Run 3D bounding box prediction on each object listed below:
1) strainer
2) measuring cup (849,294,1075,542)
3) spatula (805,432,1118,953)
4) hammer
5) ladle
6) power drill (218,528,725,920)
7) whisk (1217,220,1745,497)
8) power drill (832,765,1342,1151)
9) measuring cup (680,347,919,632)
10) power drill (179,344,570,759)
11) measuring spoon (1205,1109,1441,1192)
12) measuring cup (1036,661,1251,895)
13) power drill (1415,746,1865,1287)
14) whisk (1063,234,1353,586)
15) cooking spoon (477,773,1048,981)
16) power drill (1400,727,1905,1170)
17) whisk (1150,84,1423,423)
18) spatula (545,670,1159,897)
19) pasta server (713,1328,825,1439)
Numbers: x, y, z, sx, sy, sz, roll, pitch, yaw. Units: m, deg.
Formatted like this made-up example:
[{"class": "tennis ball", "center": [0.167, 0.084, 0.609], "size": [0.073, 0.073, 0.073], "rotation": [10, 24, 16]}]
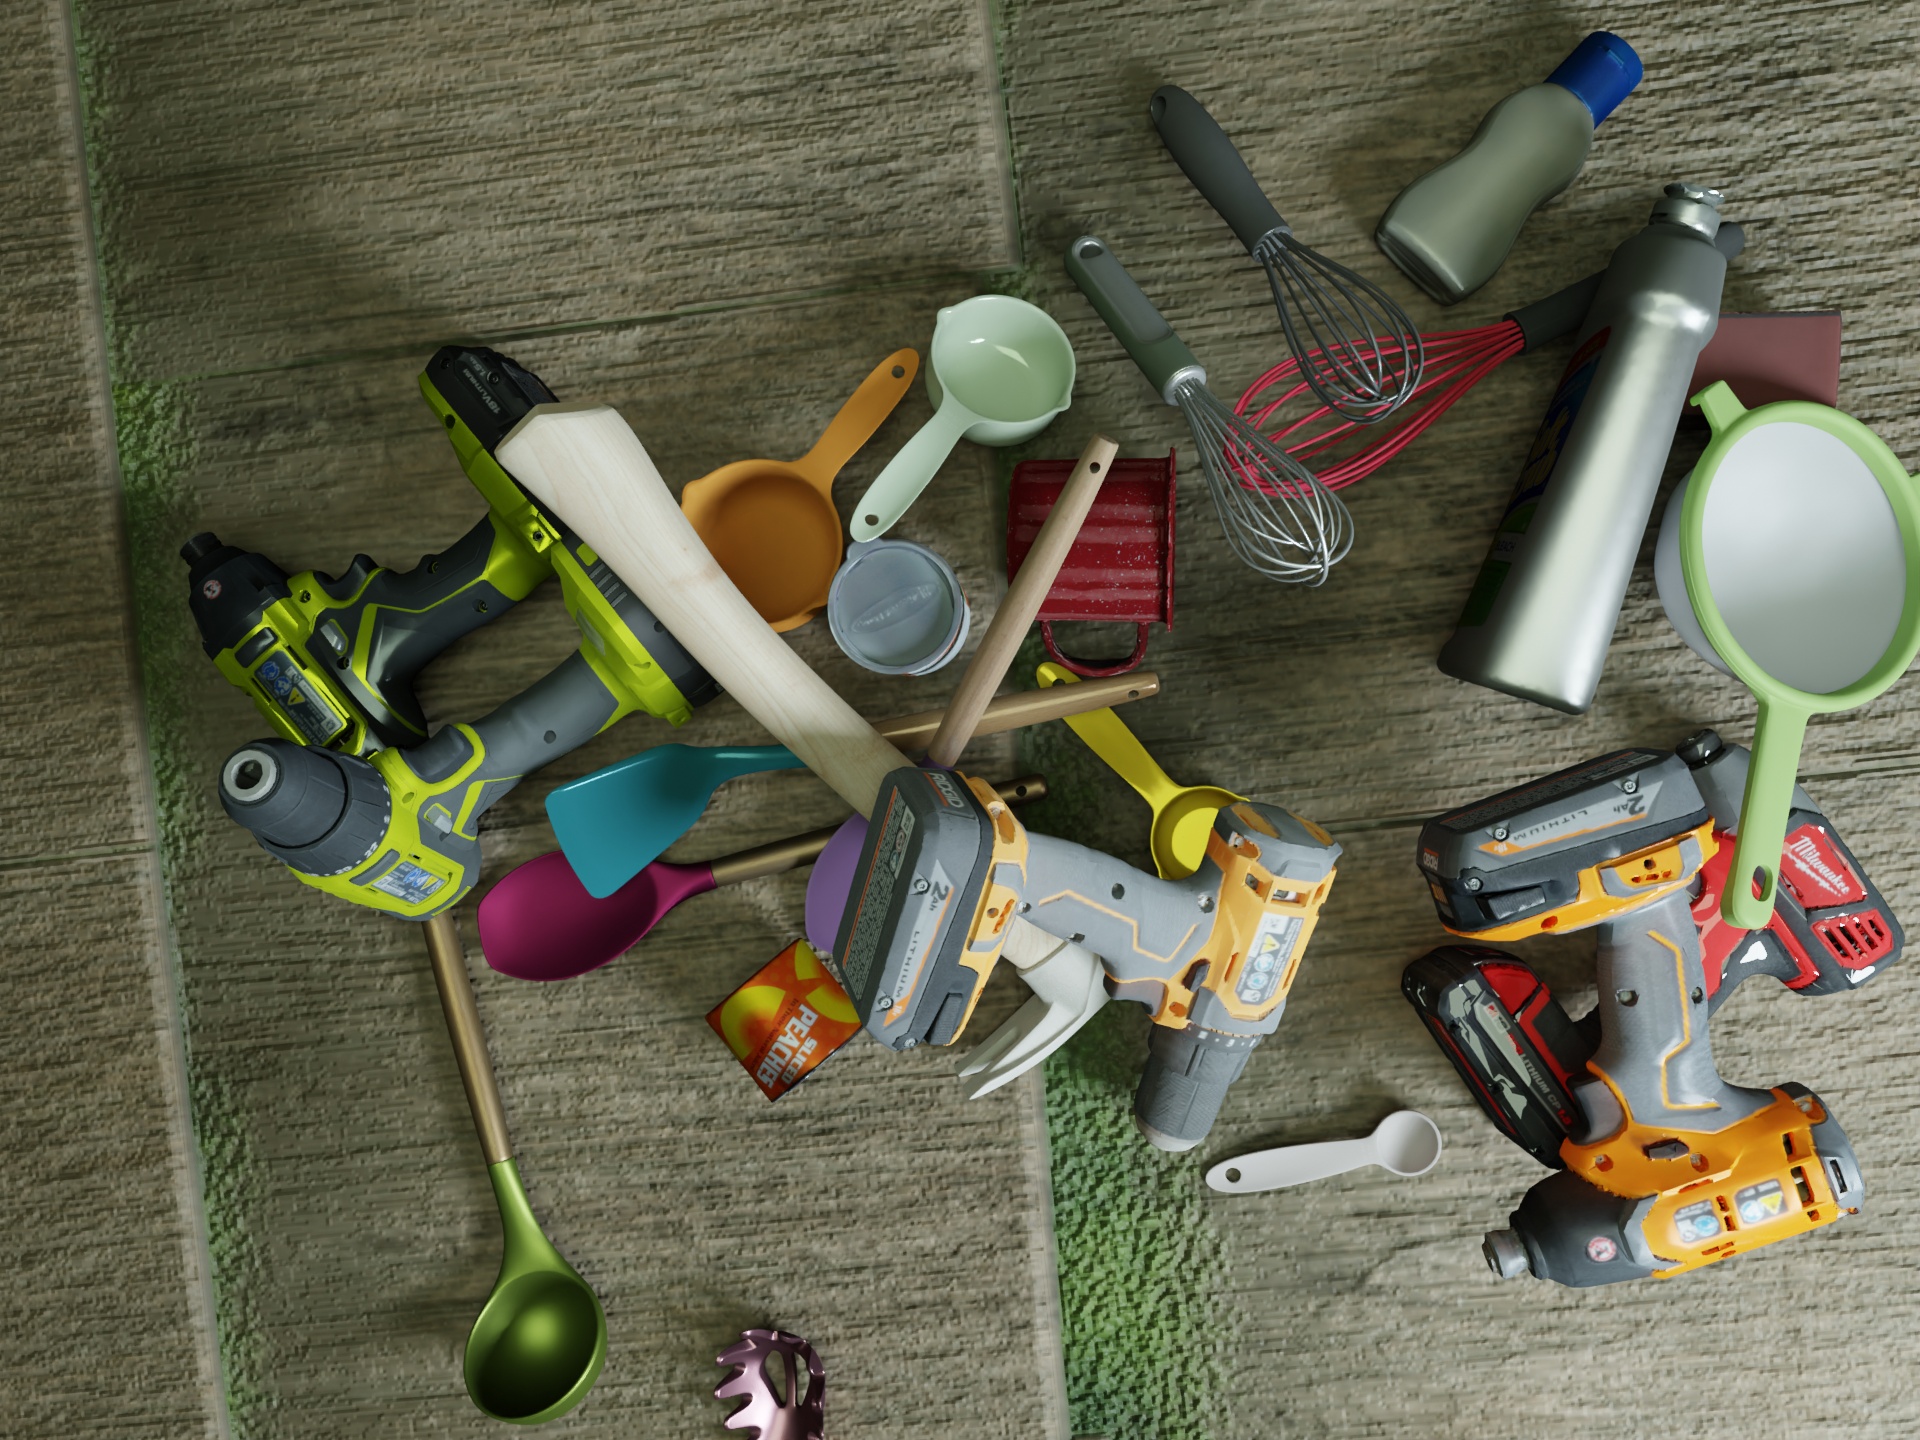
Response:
[{"class": "strainer", "center": [0.385, -0.026, 0.777], "size": [0.151, 0.069, 0.256], "rotation": [16, 82, -17]}, {"class": "measuring cup", "center": [-0.007, -0.145, 0.810], "size": [0.083, 0.038, 0.168], "rotation": [36, 69, 2]}, {"class": "spatula", "center": [-0.001, -0.003, 0.797], "size": [0.059, 0.018, 0.315], "rotation": [25, 113, -7]}, {"class": "hammer", "center": [-0.065, 0.018, 0.756], "size": [0.146, 0.038, 0.410], "rotation": [-43, 114, 2]}, {"class": "ladle", "center": [-0.257, 0.211, 0.848], "size": [0.078, 0.062, 0.320], "rotation": [-16, 87, 5]}, {"class": "power drill", "center": [-0.231, 0.001, 0.773], "size": [0.228, 0.190, 0.080], "rotation": [-38, 73, -7]}, {"class": "whisk", "center": [0.265, -0.189, 0.811], "size": [0.296, 0.073, 0.073], "rotation": [-24, 89, -2]}, {"class": "power drill", "center": [0.058, 0.120, 0.765], "size": [0.226, 0.084, 0.185], "rotation": [10, 109, -22]}, {"class": "measuring cup", "center": [-0.077, -0.122, 0.838], "size": [0.095, 0.052, 0.173], "rotation": [38, 85, 2]}, {"class": "power drill", "center": [-0.293, -0.085, 0.840], "size": [0.223, 0.080, 0.171], "rotation": [-41, 88, 6]}, {"class": "measuring spoon", "center": [0.191, 0.230, 0.841], "size": [0.124, 0.018, 0.034], "rotation": [-14, 90, 10]}, {"class": "measuring cup", "center": [0.096, 0.028, 0.844], "size": [0.062, 0.029, 0.157], "rotation": [-43, 76, 2]}, {"class": "power drill", "center": [0.289, 0.143, 0.722], "size": [0.164, 0.084, 0.226], "rotation": [-21, 91, 4]}, {"class": "whisk", "center": [0.114, -0.160, 0.783], "size": [0.058, 0.059, 0.247], "rotation": [-24, 60, -10]}, {"class": "cooking spoon", "center": [-0.107, 0.076, 0.855], "size": [0.319, 0.017, 0.069], "rotation": [-15, 79, 4]}, {"class": "power drill", "center": [0.343, 0.112, 0.800], "size": [0.219, 0.078, 0.143], "rotation": [-34, 88, 0]}, {"class": "whisk", "center": [0.154, -0.239, 0.787], "size": [0.055, 0.055, 0.239], "rotation": [-29, 63, 3]}, {"class": "spatula", "center": [-0.051, 0.020, 0.826], "size": [0.317, 0.044, 0.082], "rotation": [-12, 132, 1]}, {"class": "pasta server", "center": [-0.092, 0.475, 0.847], "size": [0.060, 0.040, 0.316], "rotation": [-1, 91, 16]}]
